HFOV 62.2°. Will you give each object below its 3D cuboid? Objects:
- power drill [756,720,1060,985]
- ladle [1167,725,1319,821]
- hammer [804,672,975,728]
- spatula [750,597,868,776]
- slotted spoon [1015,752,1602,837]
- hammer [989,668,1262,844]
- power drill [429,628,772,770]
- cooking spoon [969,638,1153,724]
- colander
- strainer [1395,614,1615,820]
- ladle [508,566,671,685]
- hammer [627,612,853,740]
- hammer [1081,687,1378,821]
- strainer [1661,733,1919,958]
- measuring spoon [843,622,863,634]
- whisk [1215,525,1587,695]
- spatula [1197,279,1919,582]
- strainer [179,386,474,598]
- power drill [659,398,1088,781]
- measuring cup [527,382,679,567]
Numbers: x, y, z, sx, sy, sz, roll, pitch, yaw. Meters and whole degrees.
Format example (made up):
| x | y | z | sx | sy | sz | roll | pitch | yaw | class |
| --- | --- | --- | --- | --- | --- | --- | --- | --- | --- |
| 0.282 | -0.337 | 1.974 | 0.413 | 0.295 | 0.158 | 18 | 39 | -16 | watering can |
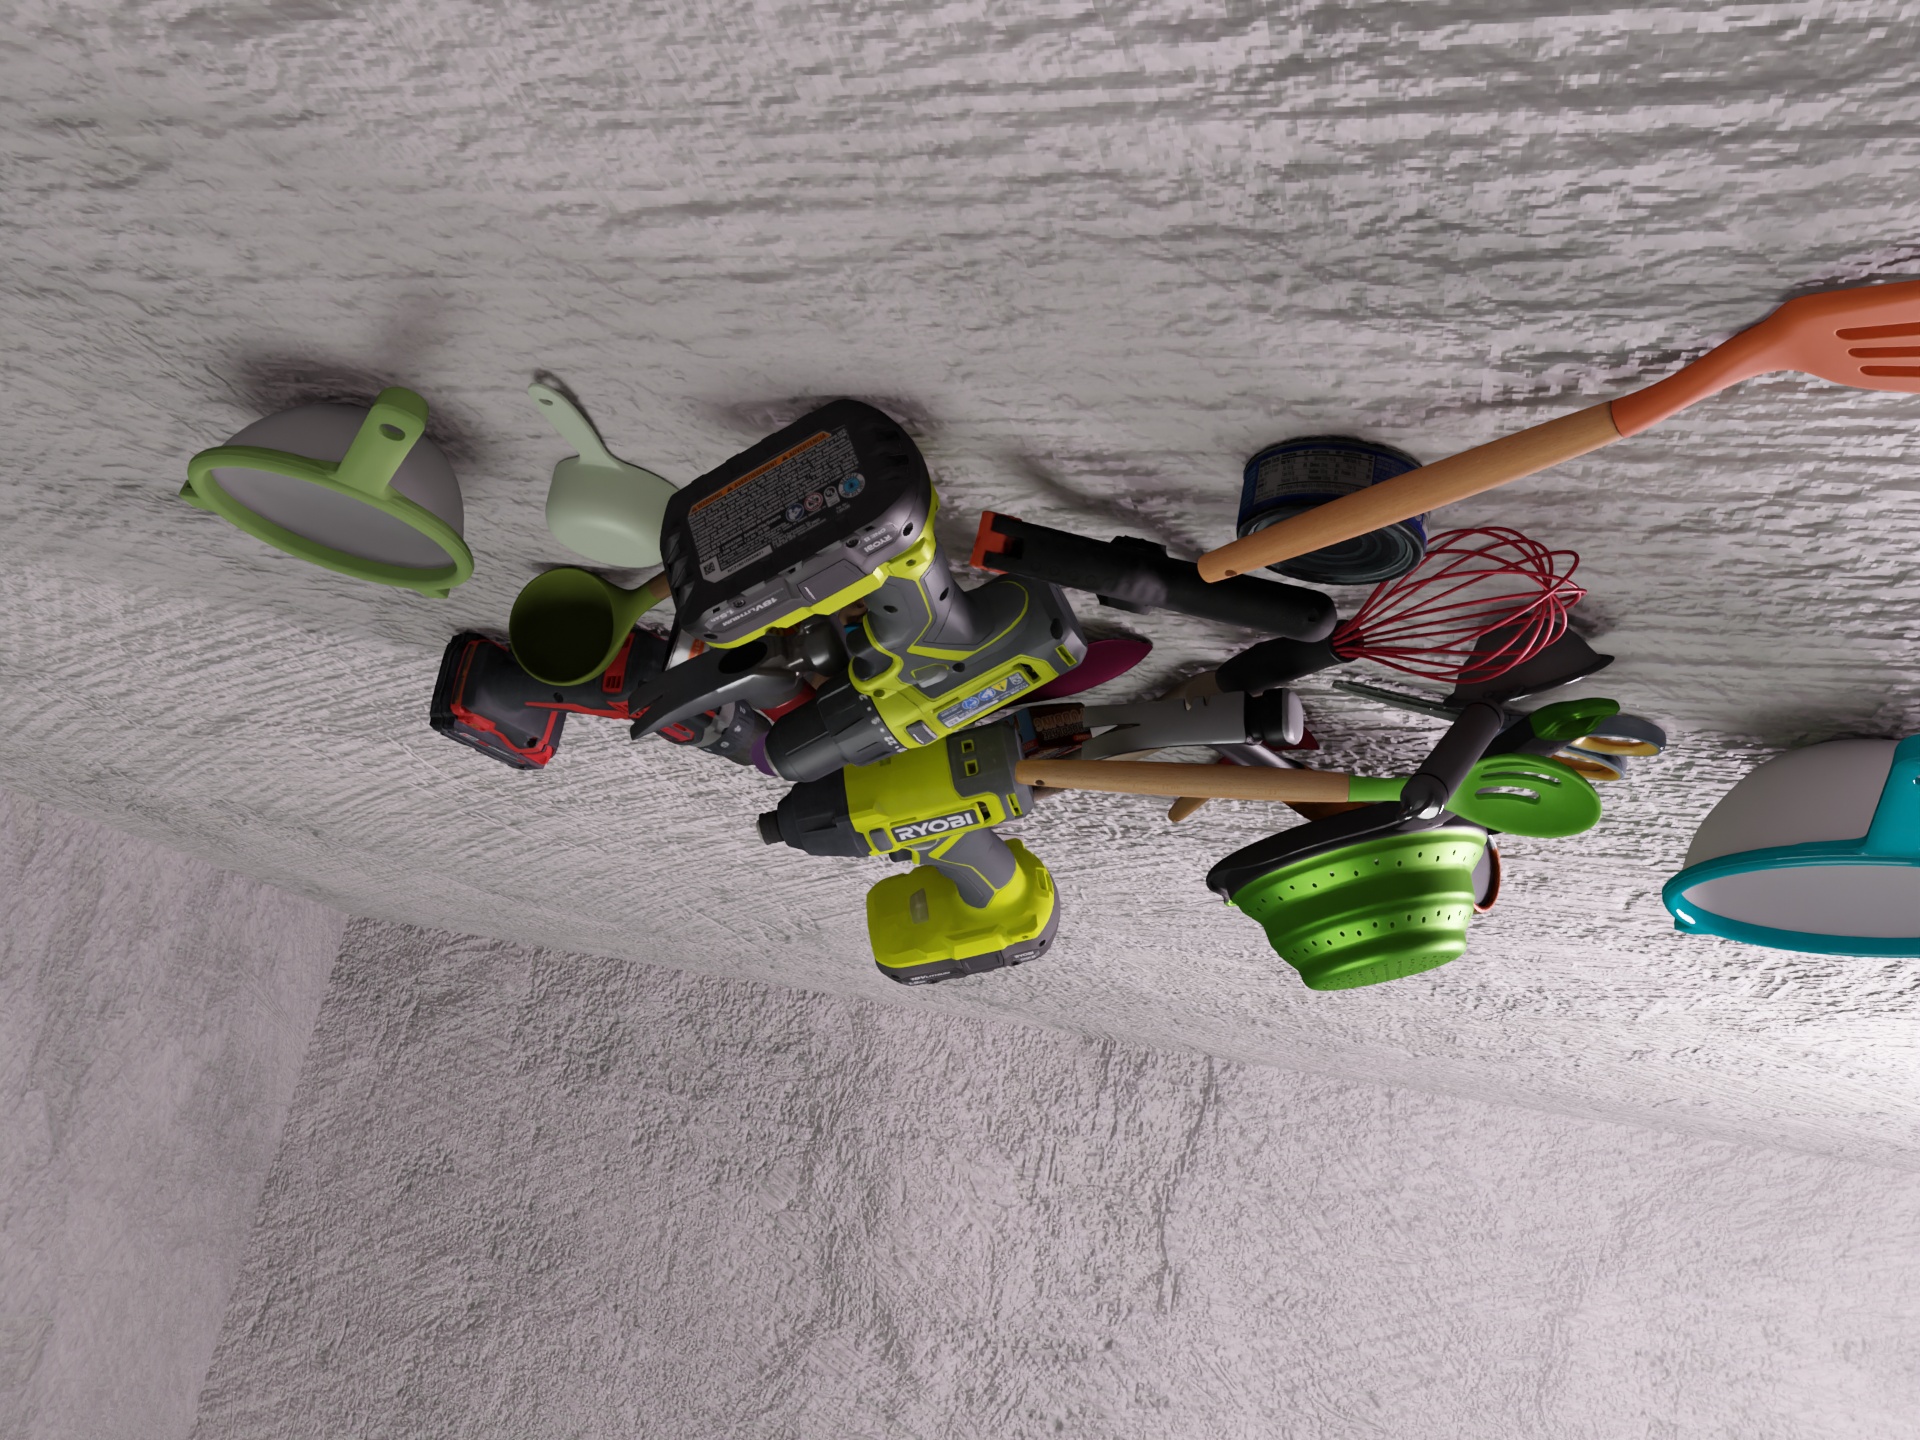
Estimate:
| x | y | z | sx | sy | sz | roll | pitch | yaw | class |
| --- | --- | --- | --- | --- | --- | --- | --- | --- | --- |
| -0.025 | 0.091 | 1.052 | 0.171 | 0.080 | 0.223 | -14 | 145 | 6 | power drill |
| 0.189 | 0.040 | 1.152 | 0.069 | 0.031 | 0.315 | 7 | 165 | -3 | ladle |
| -0.064 | 0.025 | 1.254 | 0.149 | 0.037 | 0.359 | 11 | 163 | 2 | hammer |
| -0.096 | -0.018 | 1.064 | 0.059 | 0.018 | 0.315 | 7 | 155 | -13 | spatula |
| 0.187 | 0.034 | 0.873 | 0.314 | 0.031 | 0.070 | 2 | 144 | 6 | slotted spoon |
| 0.081 | 0.037 | 1.144 | 0.146 | 0.038 | 0.410 | 6 | 162 | -29 | hammer |
| -0.267 | -0.008 | 1.220 | 0.227 | 0.080 | 0.187 | -1 | 159 | 28 | power drill |
| -0.002 | -0.003 | 1.058 | 0.068 | 0.017 | 0.319 | 7 | 159 | -43 | cooking spoon |
| 0.296 | 0.097 | 1.007 | 0.204 | 0.095 | 0.397 | -5 | 160 | -17 | colander |
| 0.253 | -0.006 | 0.764 | 0.087 | 0.050 | 0.258 | -16 | -169 | 37 | strainer |
| -0.176 | -0.086 | 0.939 | 0.062 | 0.078 | 0.320 | -1 | 169 | -40 | ladle |
| -0.065 | 0.050 | 1.078 | 0.143 | 0.038 | 0.385 | -21 | 148 | 15 | hammer |
| 0.201 | 0.039 | 1.011 | 0.127 | 0.034 | 0.336 | -6 | 164 | 29 | hammer |
| 0.490 | 0.042 | 0.847 | 0.211 | 0.095 | 0.340 | 1 | 158 | 23 | strainer |
| -0.006 | -0.057 | 0.952 | 0.128 | 0.021 | 0.042 | 4 | 157 | 1 | measuring spoon |
| 0.208 | -0.044 | 0.817 | 0.073 | 0.073 | 0.296 | 17 | 168 | -17 | whisk |
| 0.226 | -0.098 | 0.603 | 0.322 | 0.041 | 0.081 | -18 | 148 | 40 | spatula |
| -0.304 | -0.140 | 0.818 | 0.151 | 0.069 | 0.256 | 22 | 160 | -25 | strainer |
| -0.055 | -0.050 | 0.826 | 0.190 | 0.080 | 0.228 | -27 | 149 | 11 | power drill |
| -0.199 | -0.126 | 0.846 | 0.083 | 0.038 | 0.167 | 9 | 165 | 9 | measuring cup |
